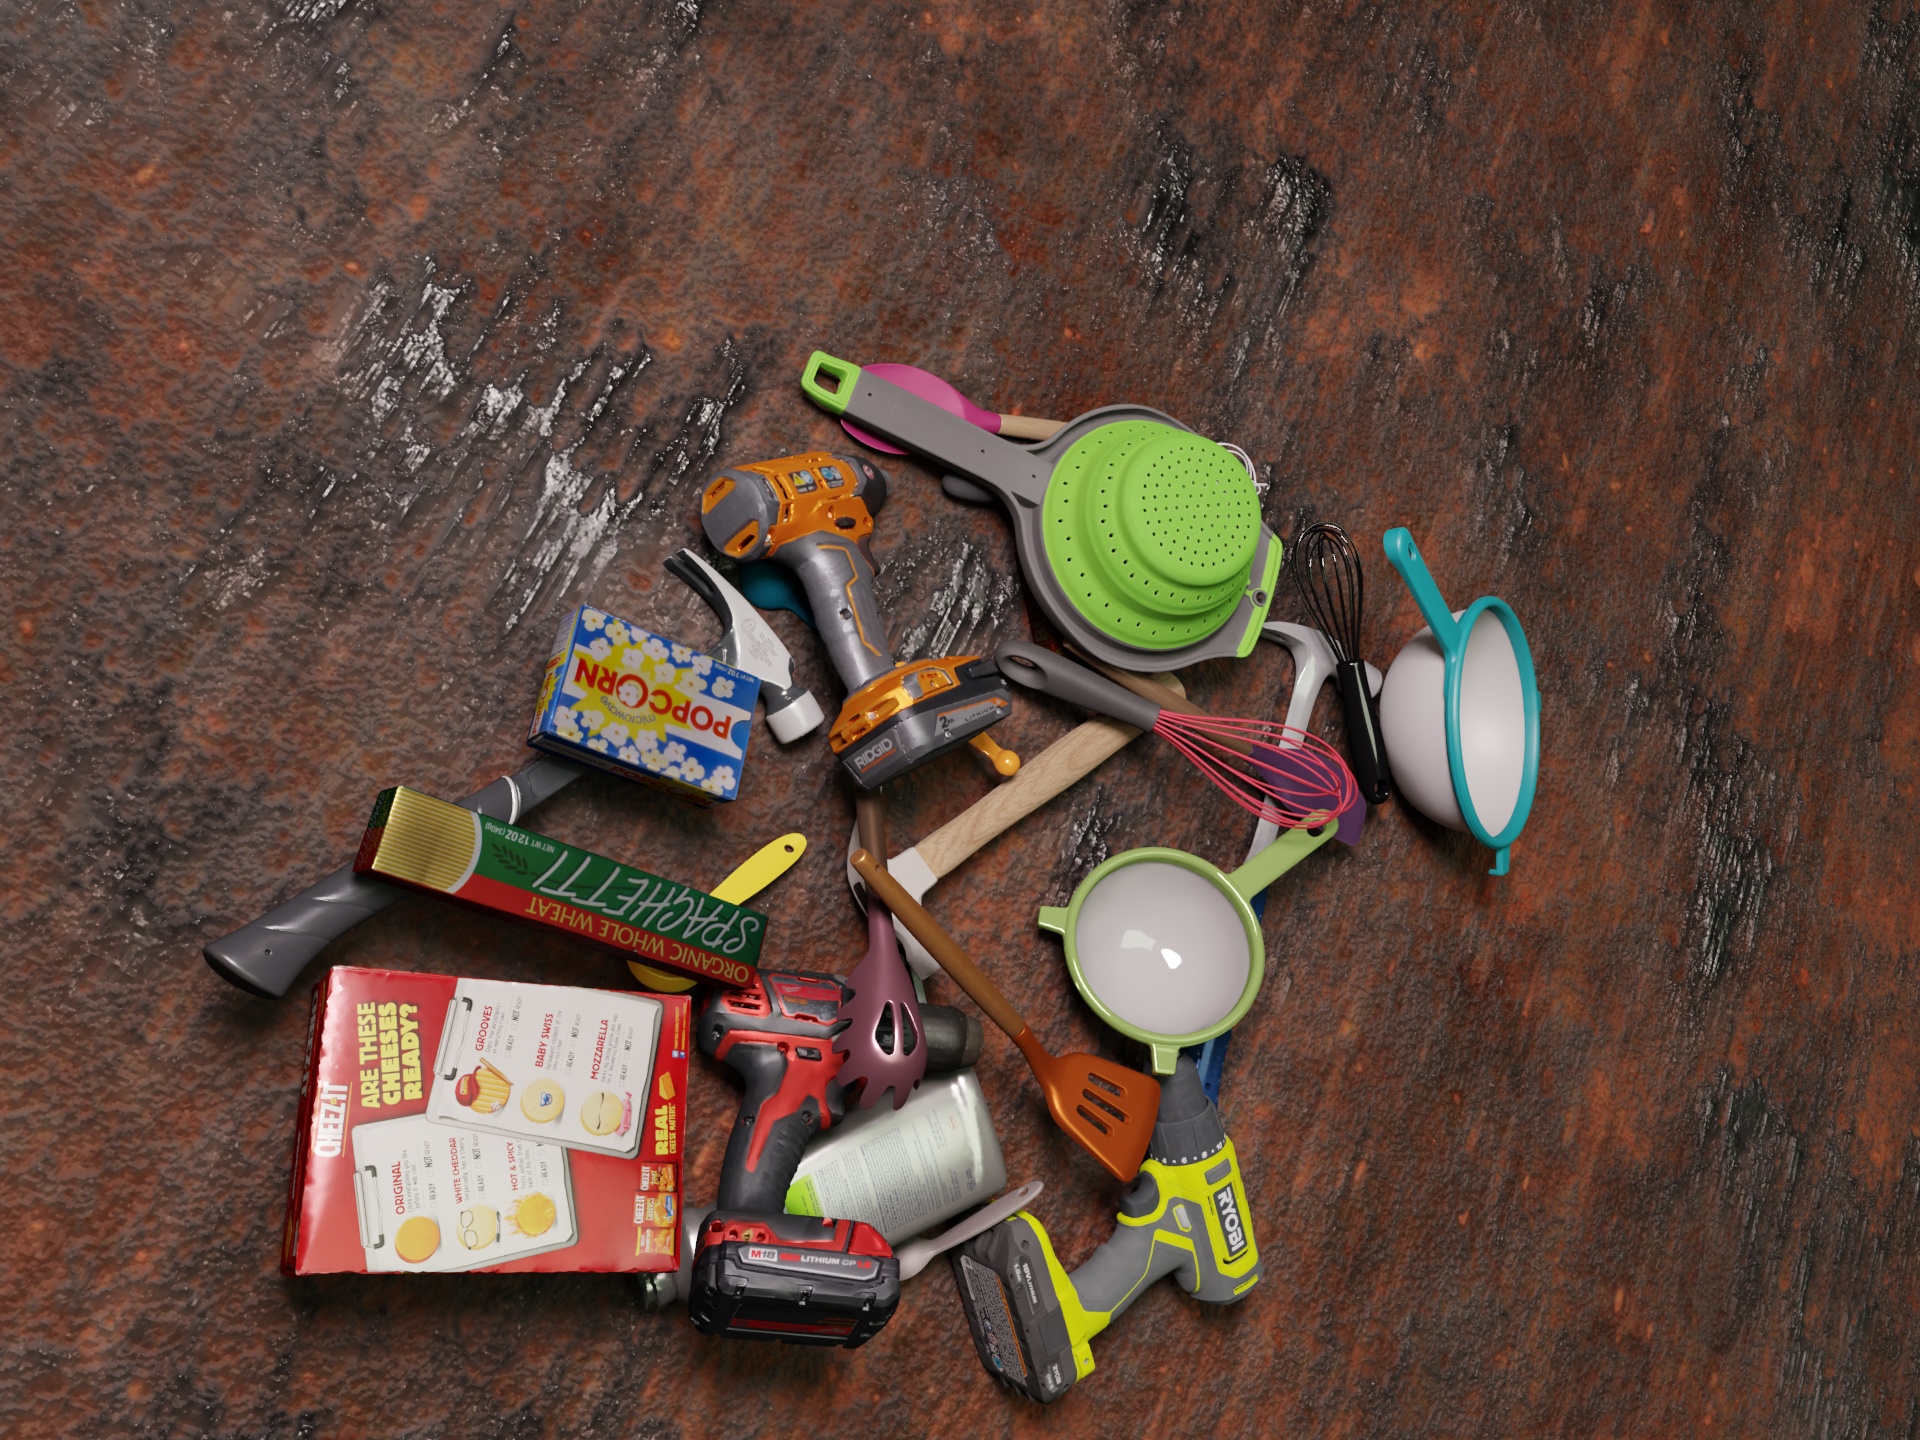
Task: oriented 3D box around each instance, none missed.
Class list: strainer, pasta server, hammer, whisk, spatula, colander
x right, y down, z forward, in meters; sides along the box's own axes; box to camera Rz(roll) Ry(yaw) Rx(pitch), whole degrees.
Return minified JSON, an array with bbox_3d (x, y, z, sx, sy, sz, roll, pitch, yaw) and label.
[{"bbox_3d":[0.186,0.149,1.207,0.256,0.069,0.151,-33,74,-23],"label":"strainer"},{"bbox_3d":[-0.059,0.096,1.041,0.060,0.040,0.317,9,53,-24],"label":"pasta server"},{"bbox_3d":[0.235,0.109,1.275,0.144,0.035,0.406,28,70,-25],"label":"hammer"},{"bbox_3d":[0.315,-0.045,1.296,0.055,0.055,0.239,-19,99,-31],"label":"whisk"},{"bbox_3d":[0.160,0.007,1.180,0.295,0.073,0.073,23,71,-6],"label":"whisk"},{"bbox_3d":[0.031,0.188,1.046,0.322,0.041,0.081,51,48,-31],"label":"spatula"},{"bbox_3d":[0.078,-0.175,1.136,0.397,0.094,0.204,24,73,-16],"label":"colander"},{"bbox_3d":[0.382,-0.035,1.313,0.340,0.095,0.211,49,51,-38],"label":"strainer"},{"bbox_3d":[0.116,-0.183,1.230,0.284,0.070,0.070,-4,86,-26],"label":"whisk"},{"bbox_3d":[0.204,0.010,1.238,0.315,0.018,0.060,29,65,-24],"label":"spatula"},{"bbox_3d":[-0.259,0.034,0.955,0.409,0.036,0.149,-37,101,-39],"label":"hammer"},{"bbox_3d":[0.050,0.047,1.164,0.331,0.031,0.130,-34,86,-34],"label":"hammer"}]

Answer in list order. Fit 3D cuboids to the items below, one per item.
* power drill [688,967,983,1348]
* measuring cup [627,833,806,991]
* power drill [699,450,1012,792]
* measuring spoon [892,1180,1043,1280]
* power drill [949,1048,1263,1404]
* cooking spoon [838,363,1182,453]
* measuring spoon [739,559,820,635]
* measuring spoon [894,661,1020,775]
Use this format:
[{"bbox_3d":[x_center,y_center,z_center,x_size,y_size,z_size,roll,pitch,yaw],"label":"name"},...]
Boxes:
[{"bbox_3d":[-0.076,0.261,0.986,0.187,0.080,0.227,10,49,-13],"label":"power drill"},{"bbox_3d":[-0.156,0.123,1.045,0.062,0.029,0.156,41,47,12],"label":"measuring cup"},{"bbox_3d":[-0.061,-0.080,1.074,0.164,0.084,0.226,-24,83,-51],"label":"power drill"},{"bbox_3d":[0.000,0.338,1.073,0.124,0.034,0.018,-31,106,7],"label":"measuring spoon"},{"bbox_3d":[0.110,0.358,1.138,0.228,0.080,0.190,-21,100,-32],"label":"power drill"},{"bbox_3d":[0.049,-0.223,1.216,0.318,0.017,0.069,2,80,-30],"label":"cooking spoon"},{"bbox_3d":[-0.096,-0.074,1.107,0.128,0.021,0.042,37,67,-20],"label":"measuring spoon"},{"bbox_3d":[-0.002,-0.004,1.137,0.117,0.011,0.021,42,52,5],"label":"measuring spoon"}]
